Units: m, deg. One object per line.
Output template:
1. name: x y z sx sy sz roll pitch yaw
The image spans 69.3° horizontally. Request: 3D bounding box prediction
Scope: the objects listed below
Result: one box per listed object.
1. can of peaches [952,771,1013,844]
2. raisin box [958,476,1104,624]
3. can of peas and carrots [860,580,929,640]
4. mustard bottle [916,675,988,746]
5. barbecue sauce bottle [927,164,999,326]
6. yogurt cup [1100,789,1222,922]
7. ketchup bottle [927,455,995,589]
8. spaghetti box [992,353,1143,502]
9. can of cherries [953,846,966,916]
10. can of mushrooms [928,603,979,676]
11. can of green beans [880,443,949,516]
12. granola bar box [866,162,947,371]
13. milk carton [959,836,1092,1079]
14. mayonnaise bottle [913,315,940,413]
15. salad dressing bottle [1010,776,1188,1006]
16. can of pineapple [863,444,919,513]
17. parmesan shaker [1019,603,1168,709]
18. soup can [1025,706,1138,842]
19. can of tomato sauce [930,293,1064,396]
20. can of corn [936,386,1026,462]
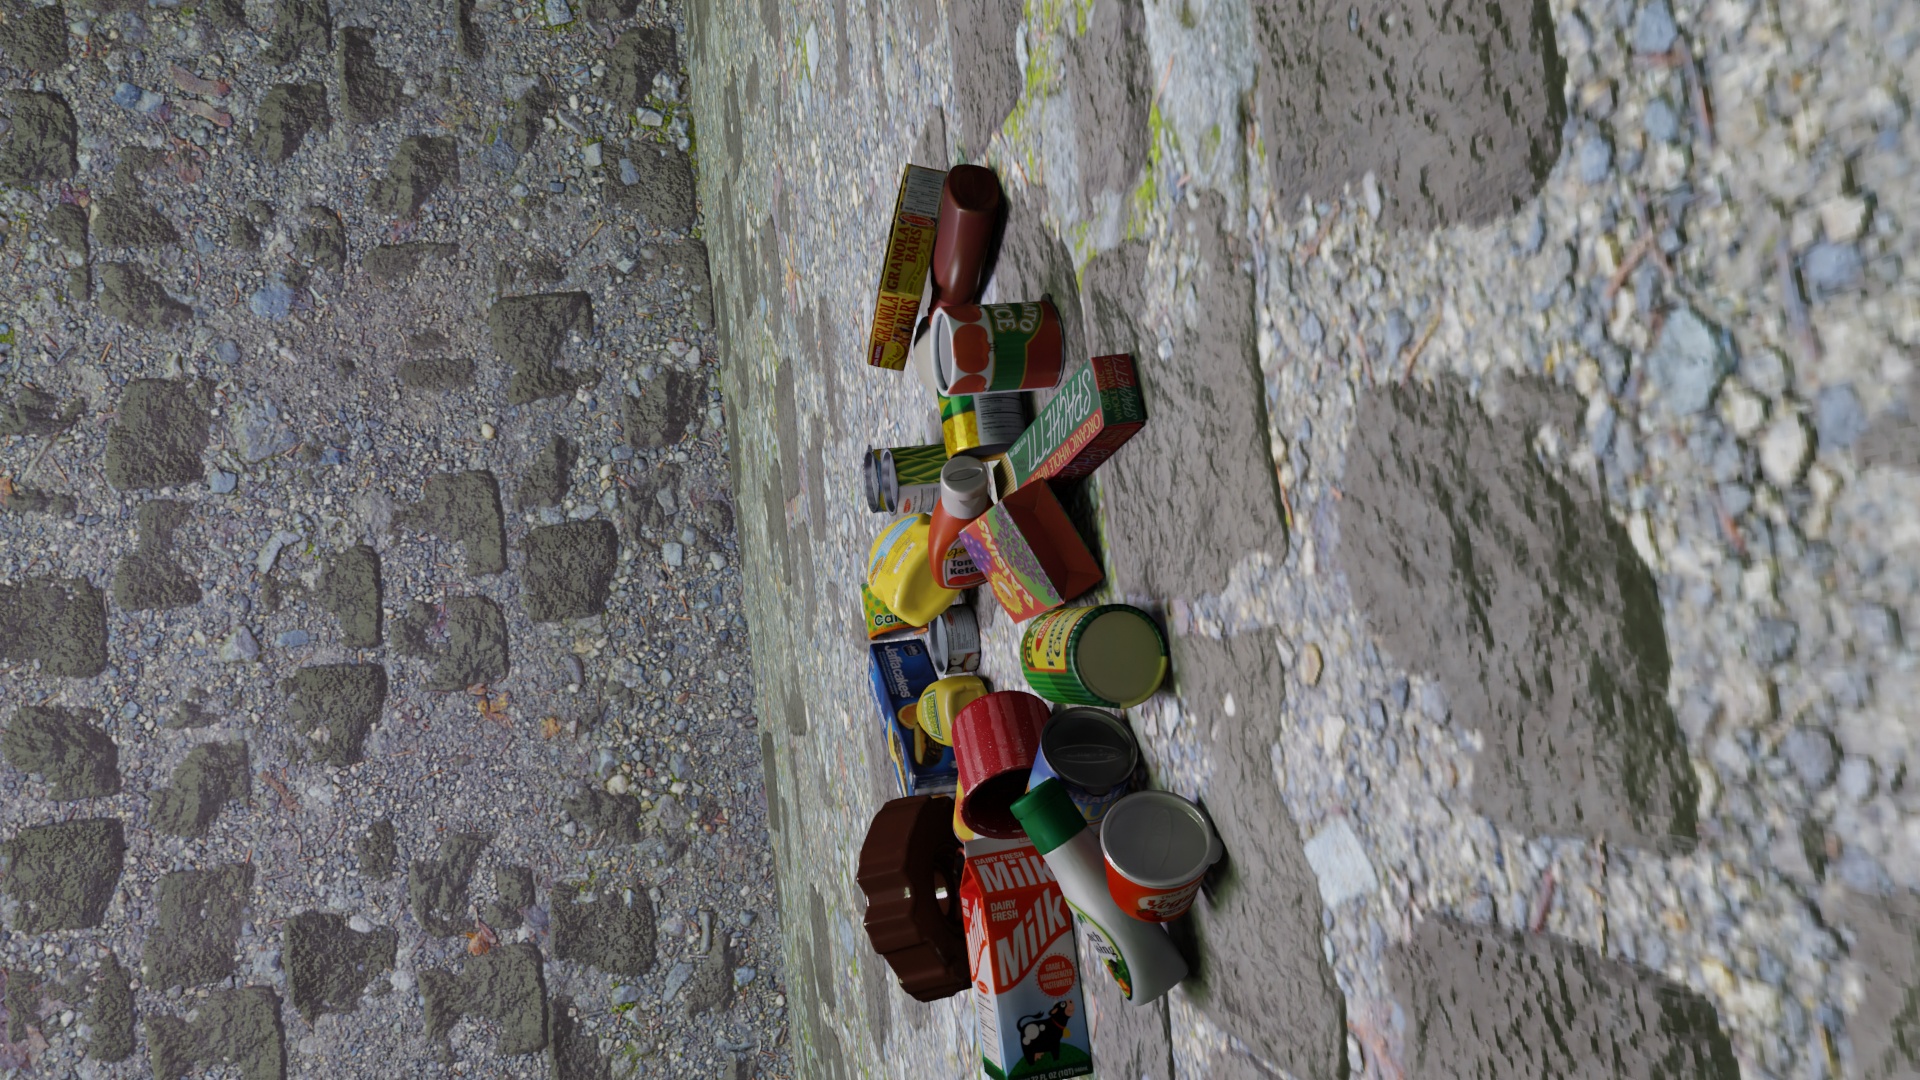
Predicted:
1. can of peaches: 0.028 0.218 1.164 0.071 0.071 0.057 -117 27 -53
2. raisin box: 0.049 0.011 1.014 0.086 0.040 0.123 58 163 1
3. can of peas and carrots: -0.068 0.070 1.460 0.070 0.071 0.059 133 128 -70
4. mustard bottle: -0.012 0.163 1.320 0.160 0.049 0.065 150 112 -73
5. barbecue sauce bottle: 0.000 -0.235 1.152 0.147 0.044 0.065 104 166 -51
6. yogurt cup: 0.118 0.194 0.840 0.073 0.072 0.053 -112 14 -45
7. ketchup bottle: 0.004 -0.014 1.127 0.148 0.065 0.044 87 166 -59
8. spaghetti box: 0.070 -0.065 0.984 0.249 0.029 0.050 134 128 -70
9. can of cherries: 0.029 0.293 1.199 0.071 0.058 0.071 176 89 -74
10. can of mushrooms: -0.007 0.094 1.309 0.071 0.033 0.071 175 89 -74
11. can of green beans: -0.041 -0.059 1.332 0.071 0.058 0.071 176 89 -75
12. granola bar box: -0.050 -0.239 1.237 0.165 0.039 0.124 116 165 -73
13. milk carton: 0.049 0.333 1.120 0.073 0.072 0.190 148 114 -73
14. mayonnaise bottle: -0.004 -0.138 1.206 0.149 0.041 0.064 -116 27 -50
15. salad dressing bottle: 0.087 0.223 0.889 0.148 0.044 0.064 56 167 8
16. can of pineapple: -0.064 -0.064 1.413 0.071 0.058 0.071 176 89 -74
17. parmesan shaker: 0.087 0.073 0.907 0.103 0.071 0.071 161 103 -74
18. soup can: 0.081 0.167 0.952 0.083 0.071 0.071 100 158 -46
19. can of tomato sauce: 0.026 -0.142 1.015 0.071 0.083 0.071 175 89 -75
20. can of corn: 0.016 -0.096 1.095 0.071 0.071 0.058 141 122 -72
